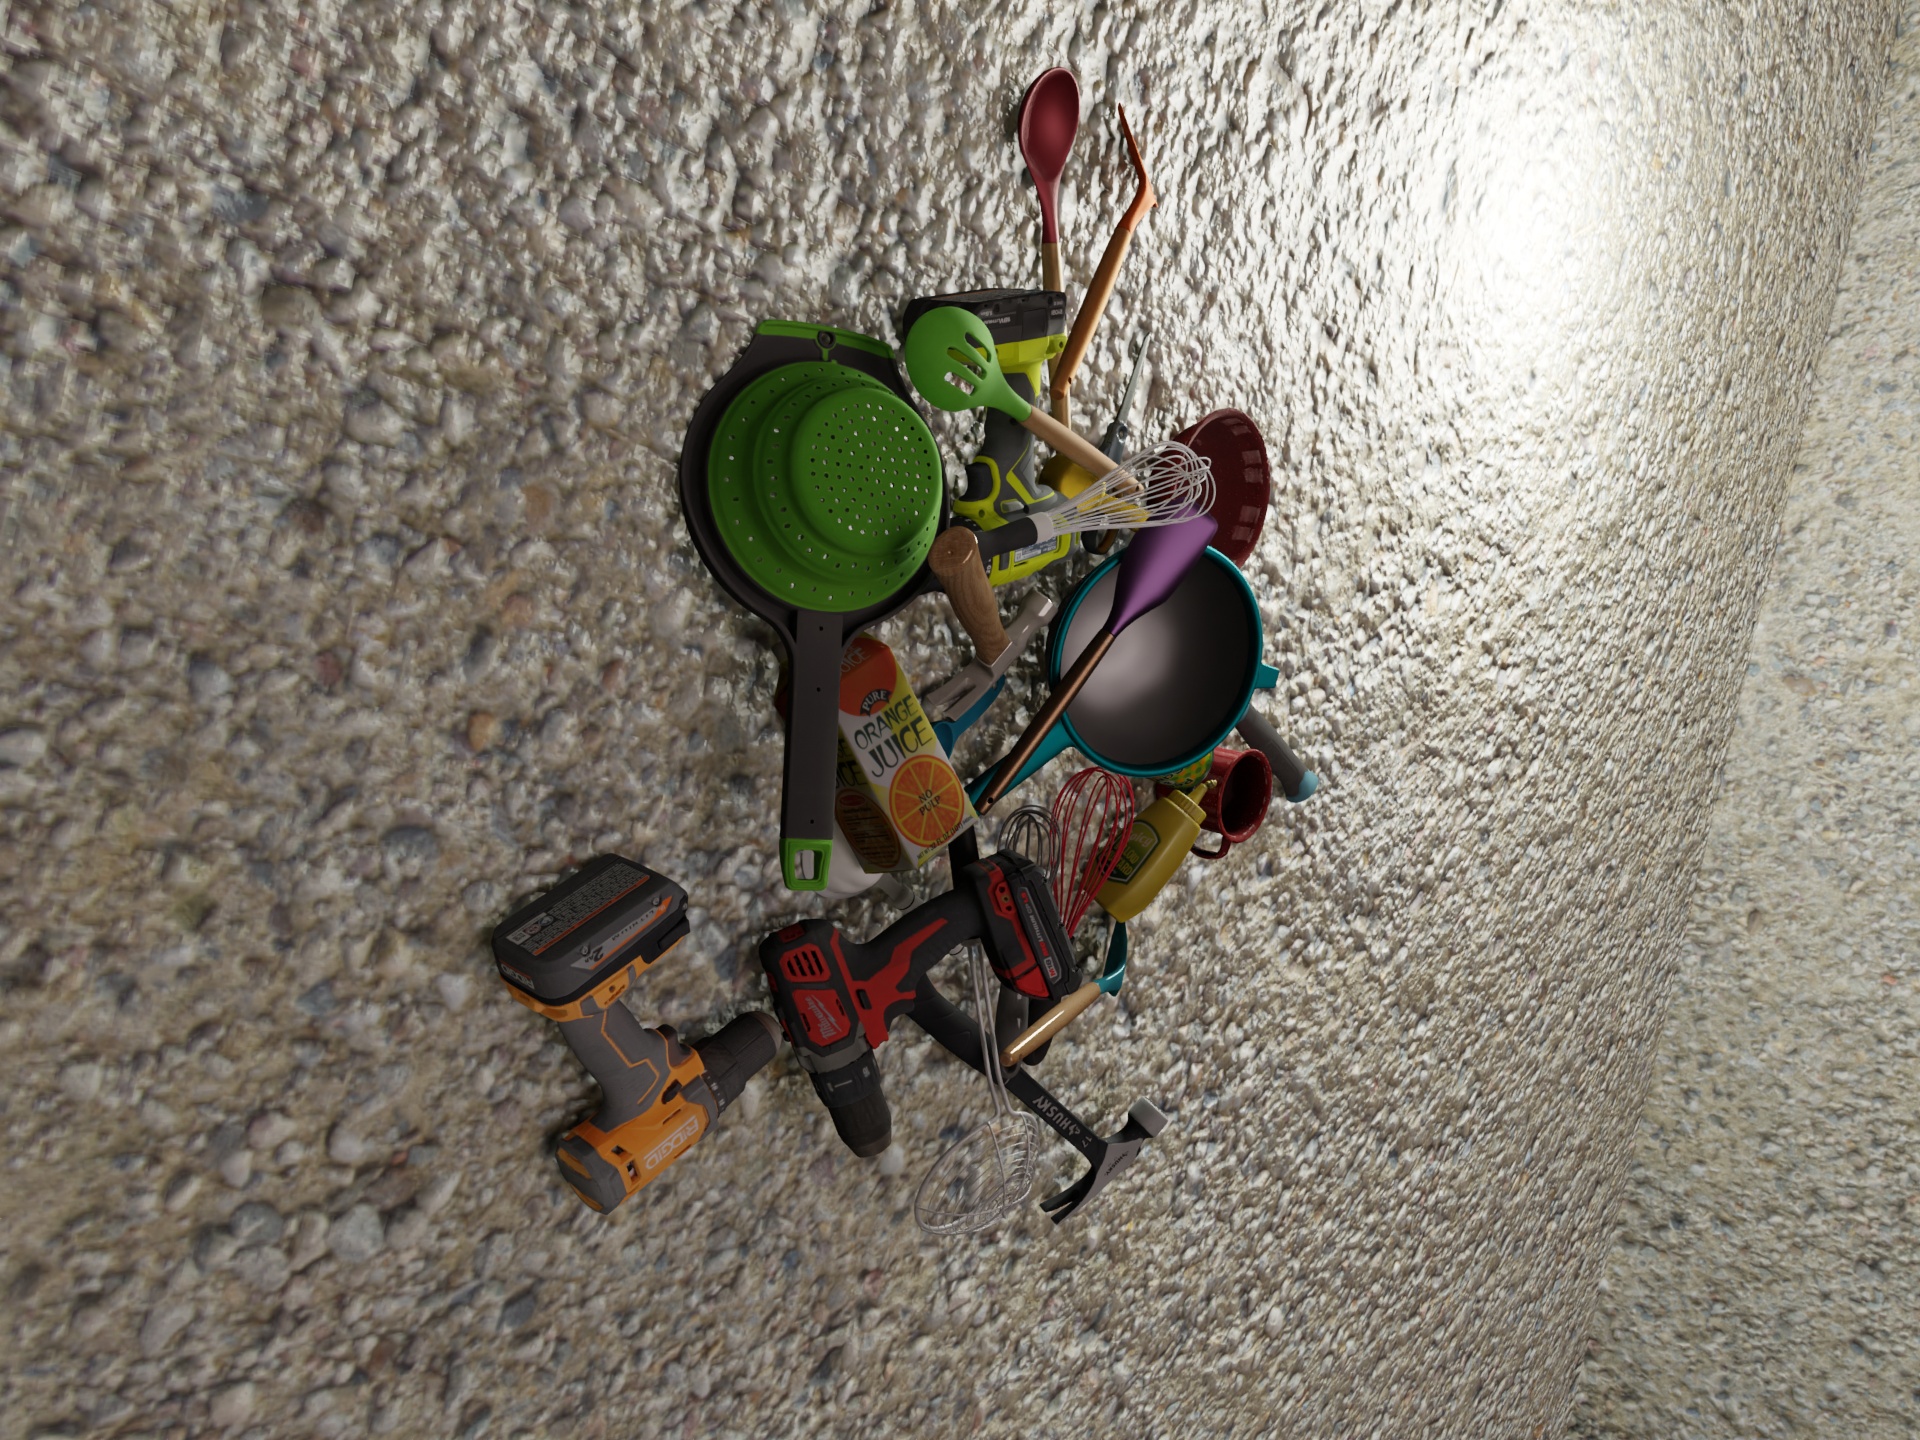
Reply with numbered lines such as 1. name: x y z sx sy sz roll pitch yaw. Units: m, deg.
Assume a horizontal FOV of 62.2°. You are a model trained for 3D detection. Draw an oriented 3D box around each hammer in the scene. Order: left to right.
1. hammer: 0.012 -0.077 1.175 0.130 0.031 0.331 -51 168 -4
2. hammer: 0.044 0.325 1.429 0.149 0.036 0.408 -47 129 -6
3. hammer: 0.290 -0.002 1.627 0.330 0.033 0.128 42 70 -45

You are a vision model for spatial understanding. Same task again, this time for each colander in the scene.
1. colander: -0.083 -0.082 1.077 0.204 0.094 0.397 4 86 -28

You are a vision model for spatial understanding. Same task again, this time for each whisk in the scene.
1. whisk: 0.052 0.189 1.348 0.055 0.055 0.239 -4 102 -47
2. whisk: 0.097 0.178 1.449 0.073 0.073 0.296 1 106 -48
3. whisk: 0.086 -0.157 1.235 0.284 0.070 0.070 -22 116 -27

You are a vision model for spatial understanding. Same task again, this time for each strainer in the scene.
1. strainer: -0.049 0.139 1.289 0.087 0.050 0.258 -49 137 -7
2. strainer: 0.104 -0.024 1.389 0.340 0.095 0.210 -37 116 -10

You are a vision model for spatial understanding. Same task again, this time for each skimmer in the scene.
1. skimmer: -0.001 0.244 1.315 0.127 0.090 0.363 -5 87 -43

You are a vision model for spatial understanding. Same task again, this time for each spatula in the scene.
1. spatula: 0.096 0.242 1.395 0.317 0.044 0.082 -18 124 -63
2. spatula: 0.106 -0.053 1.317 0.059 0.018 0.316 37 87 -18
3. spatula: 0.114 -0.370 1.269 0.080 0.041 0.323 57 44 -44

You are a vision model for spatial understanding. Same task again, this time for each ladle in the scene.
1. ladle: 0.077 -0.365 1.303 0.069 0.031 0.315 -24 119 -39

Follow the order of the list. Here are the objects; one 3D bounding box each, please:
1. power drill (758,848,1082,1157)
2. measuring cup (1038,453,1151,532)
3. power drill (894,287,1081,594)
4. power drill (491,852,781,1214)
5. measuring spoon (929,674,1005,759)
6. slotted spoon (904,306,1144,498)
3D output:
1. power drill: -0.025 0.215 1.226 0.226 0.080 0.188 -22 98 -12
2. measuring cup: 0.137 -0.183 1.368 0.156 0.029 0.062 21 91 -28
3. power drill: 0.014 -0.212 1.239 0.190 0.080 0.228 -22 118 -42
4. power drill: -0.213 0.204 1.099 0.185 0.084 0.226 -35 129 -37
5. measuring spoon: -0.002 -0.004 1.324 0.129 0.021 0.042 -46 138 -41
6. slotted spoon: 0.063 -0.227 1.210 0.313 0.031 0.070 22 93 -53
